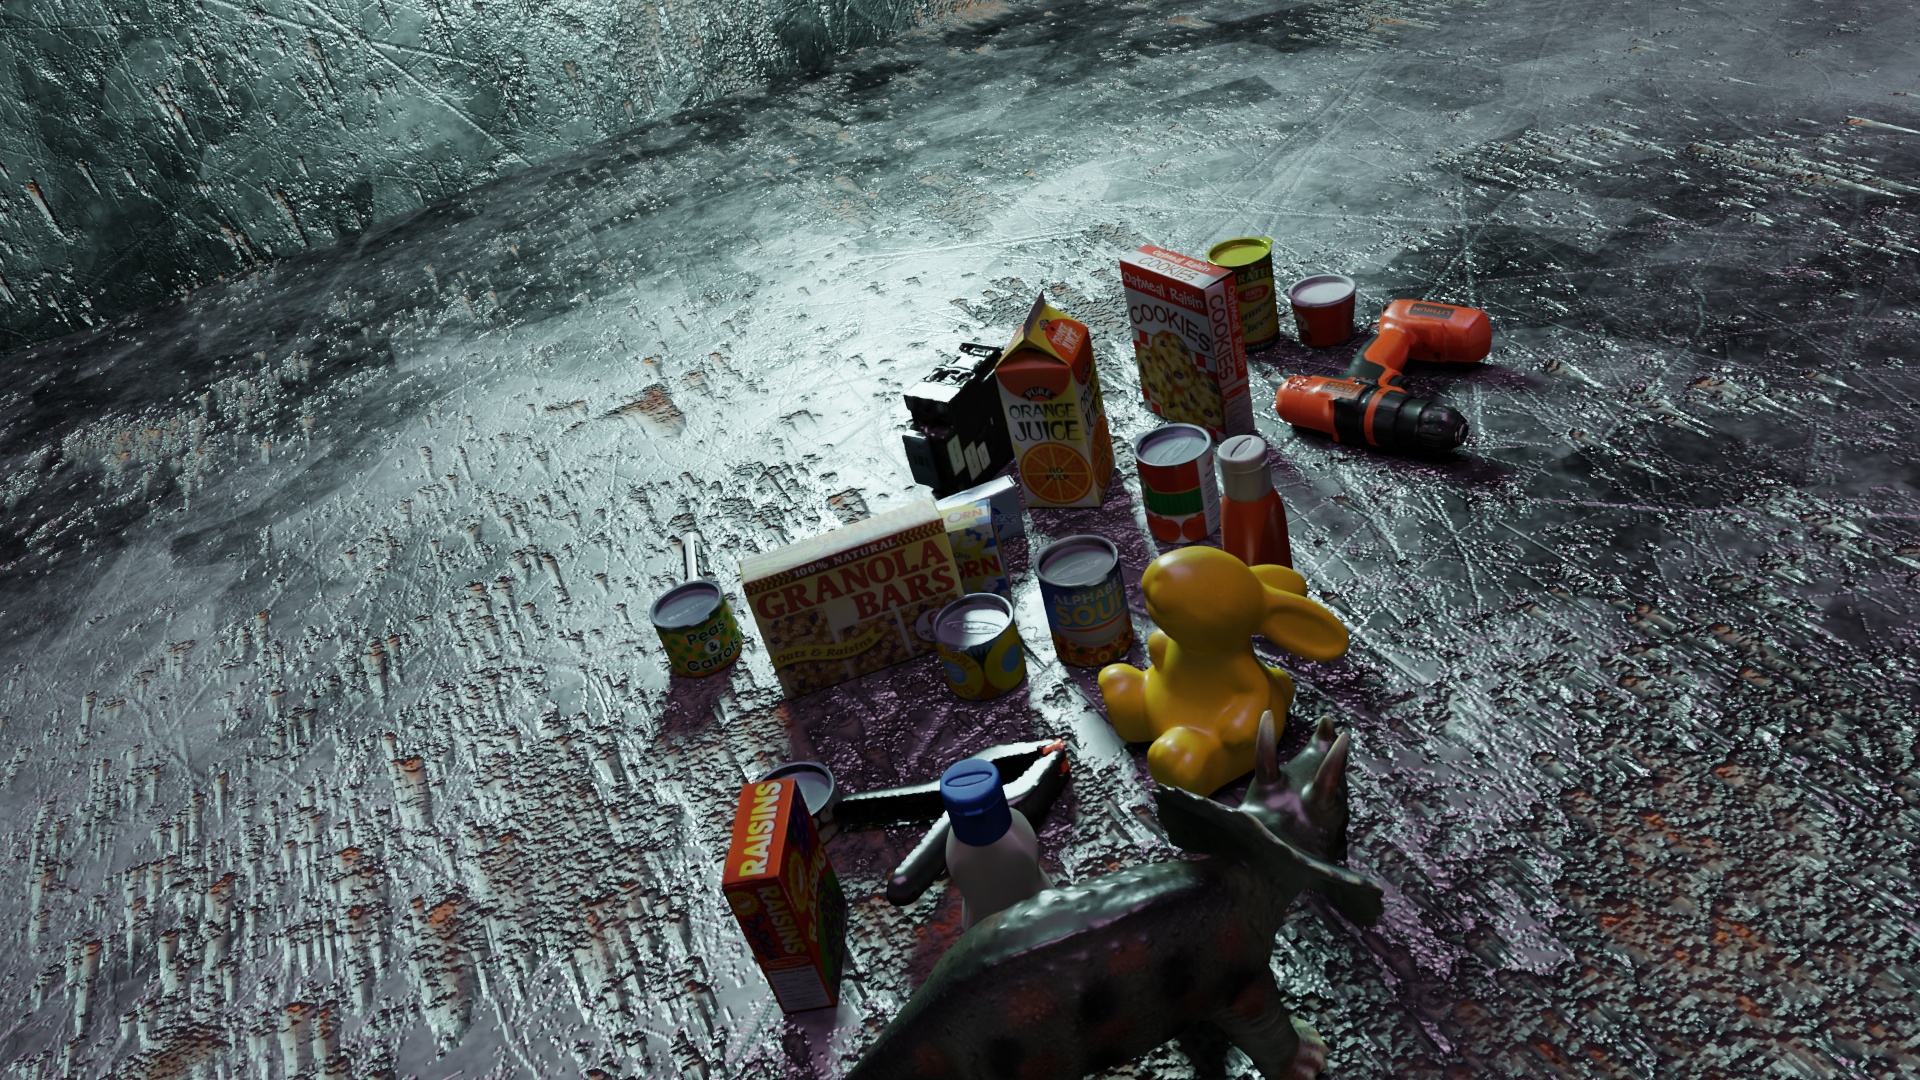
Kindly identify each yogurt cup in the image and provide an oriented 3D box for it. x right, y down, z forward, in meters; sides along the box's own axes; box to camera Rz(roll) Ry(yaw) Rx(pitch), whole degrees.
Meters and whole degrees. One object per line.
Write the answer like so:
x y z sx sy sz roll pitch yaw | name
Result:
0.372 -0.235 1.423 0.072 0.053 0.073 -11 34 7 | yogurt cup

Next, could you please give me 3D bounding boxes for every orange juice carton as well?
0.084 -0.127 1.256 0.073 0.191 0.072 0 36 22 | orange juice carton

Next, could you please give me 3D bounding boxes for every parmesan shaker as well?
0.296 -0.254 1.437 0.071 0.102 0.072 -11 34 7 | parmesan shaker

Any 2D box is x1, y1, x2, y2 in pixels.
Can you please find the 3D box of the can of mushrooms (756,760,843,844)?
-0.122 0.195 1.011 0.071 0.033 0.071 -11 34 7 | can of mushrooms

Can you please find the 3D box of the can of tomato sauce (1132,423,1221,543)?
0.186 -0.049 1.200 0.071 0.082 0.071 -11 34 7 | can of tomato sauce

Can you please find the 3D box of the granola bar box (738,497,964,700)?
-0.083 0.048 1.129 0.166 0.123 0.039 -18 33 -4 | granola bar box

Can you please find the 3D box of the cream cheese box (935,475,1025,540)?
0.004 -0.016 1.251 0.104 0.053 0.024 -20 34 -7 | cream cheese box

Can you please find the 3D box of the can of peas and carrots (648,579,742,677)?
-0.227 0.077 1.203 0.071 0.058 0.071 -11 34 7 | can of peas and carrots

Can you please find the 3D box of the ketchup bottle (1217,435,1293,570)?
0.226 -0.009 1.067 0.043 0.148 0.065 14 43 37 | ketchup bottle

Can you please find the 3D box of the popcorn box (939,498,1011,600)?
-0.027 0.021 1.181 0.127 0.084 0.038 -13 33 4 | popcorn box

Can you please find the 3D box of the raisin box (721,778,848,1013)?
-0.109 0.225 0.882 0.040 0.122 0.086 -10 34 9 | raisin box

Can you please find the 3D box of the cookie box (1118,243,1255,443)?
0.215 -0.187 1.313 0.040 0.166 0.123 -30 36 -21 | cookie box

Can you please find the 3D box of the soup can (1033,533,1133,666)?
0.099 0.049 1.091 0.071 0.083 0.072 -11 34 7 | soup can

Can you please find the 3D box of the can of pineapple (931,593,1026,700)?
0.014 0.085 1.096 0.071 0.057 0.071 -11 34 7 | can of pineapple

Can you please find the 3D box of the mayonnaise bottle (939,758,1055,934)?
0.022 0.197 0.847 0.065 0.147 0.041 -12 33 5 | mayonnaise bottle
